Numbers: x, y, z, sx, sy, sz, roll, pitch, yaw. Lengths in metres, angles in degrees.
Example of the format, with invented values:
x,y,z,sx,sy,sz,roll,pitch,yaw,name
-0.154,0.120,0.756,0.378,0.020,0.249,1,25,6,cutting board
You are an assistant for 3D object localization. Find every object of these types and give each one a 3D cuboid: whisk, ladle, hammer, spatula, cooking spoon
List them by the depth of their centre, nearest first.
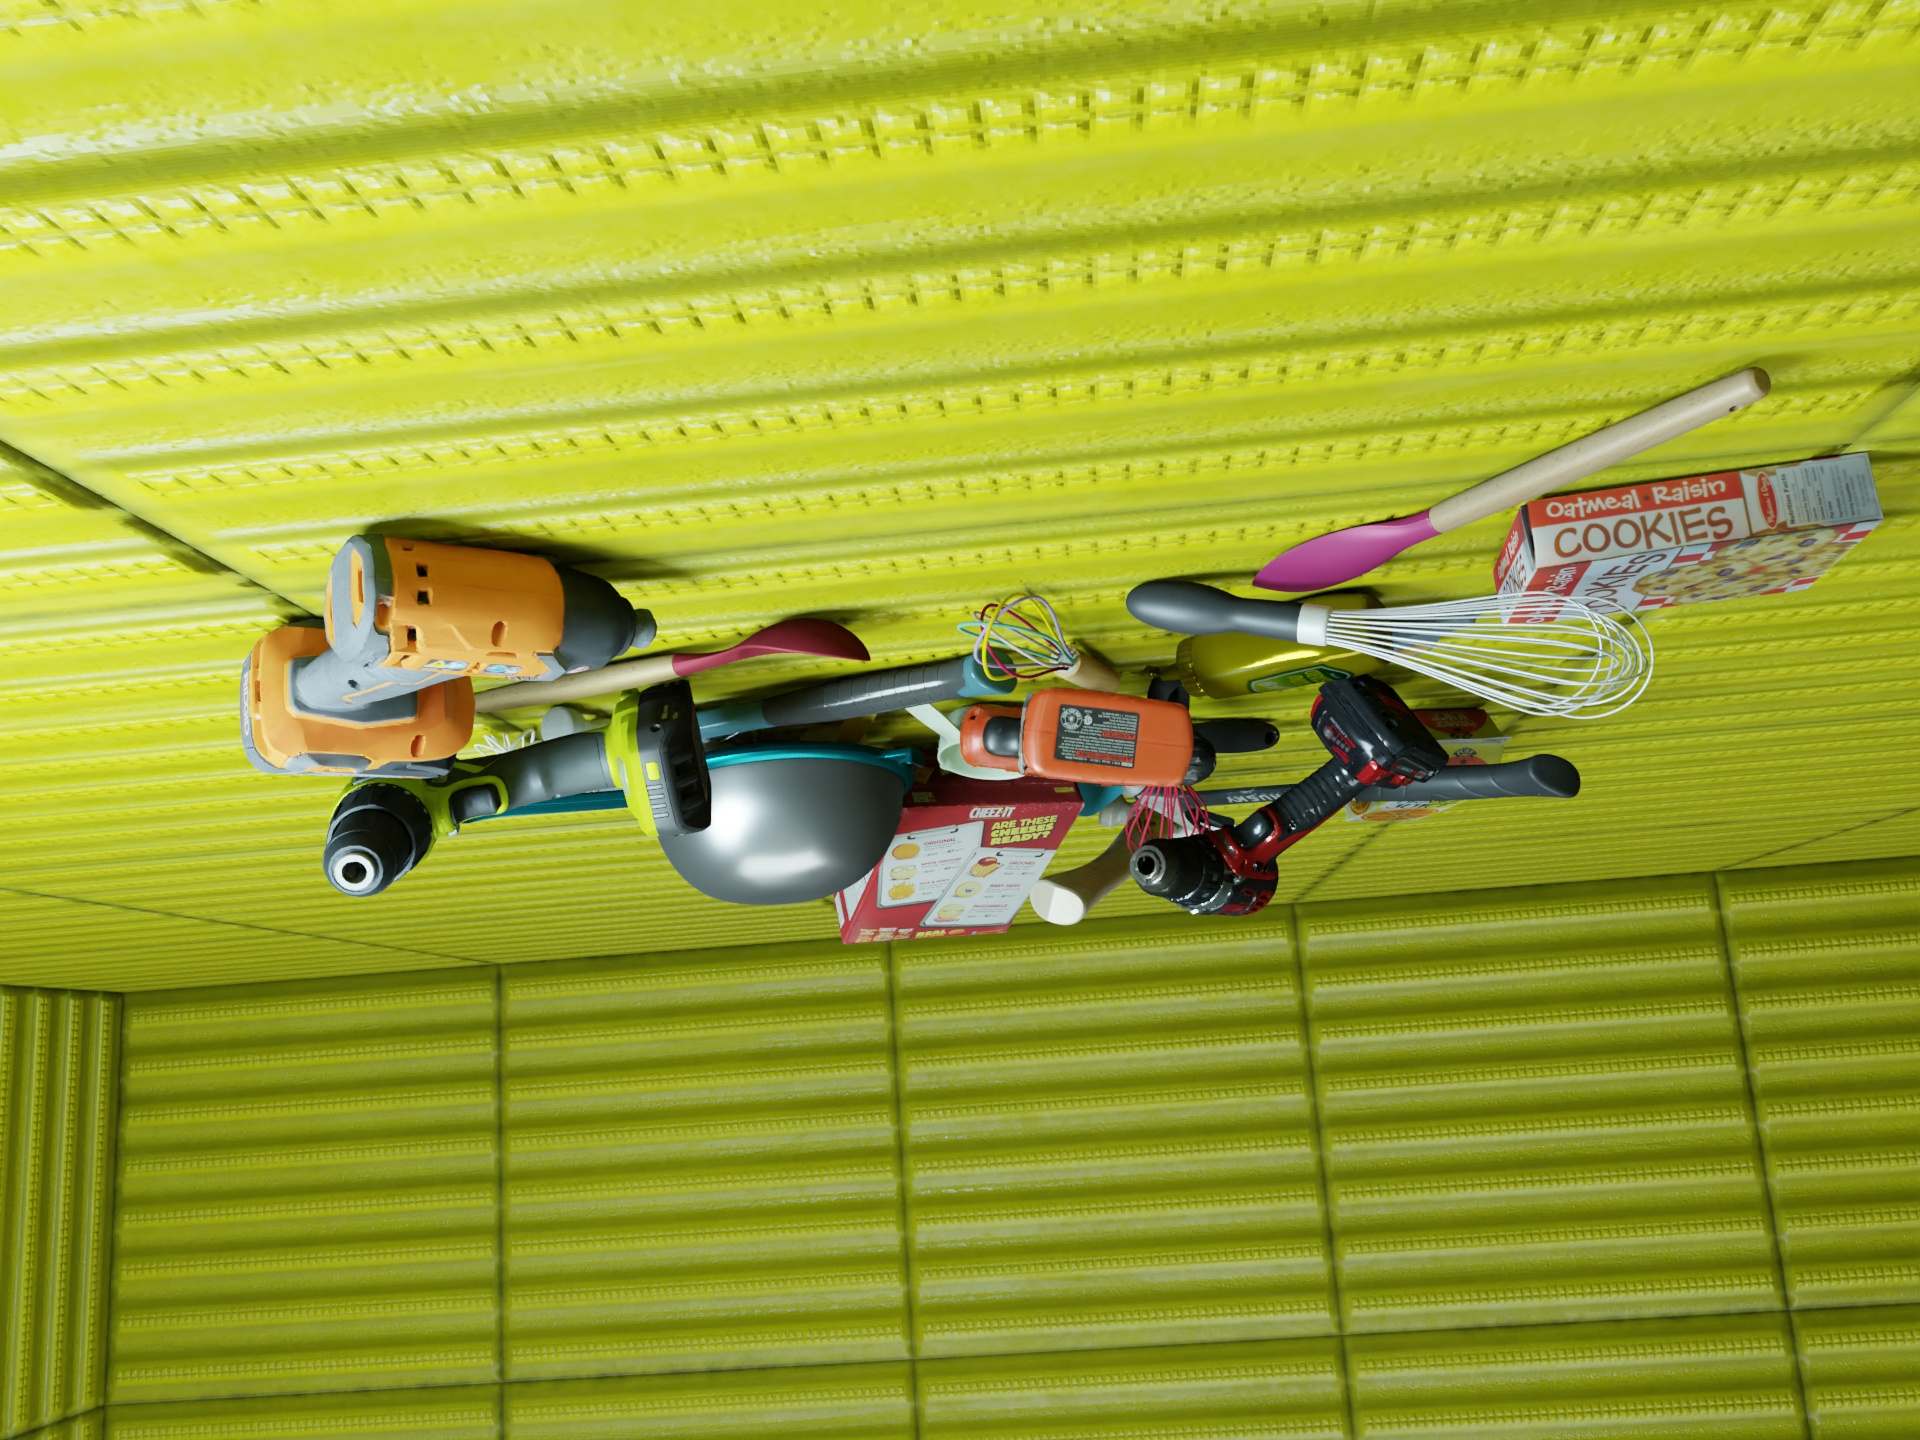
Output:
x,y,z,sx,sy,sz,roll,pitch,yaw,name
0.259,-0.109,0.798,0.068,0.017,0.319,2,167,-28,cooking spoon
0.227,-0.047,0.874,0.285,0.070,0.070,9,173,22,whisk
-0.196,-0.030,0.998,0.315,0.031,0.069,-8,174,28,ladle
0.057,-0.038,1.007,0.051,0.047,0.244,-10,170,20,whisk
-0.120,-0.008,1.107,0.331,0.033,0.128,-9,166,23,hammer
0.163,0.048,1.242,0.073,0.073,0.295,-5,147,4,whisk
-0.348,0.045,1.262,0.058,0.059,0.246,35,167,-3,whisk
0.162,0.018,1.290,0.239,0.055,0.055,-2,168,-27,whisk
0.317,0.061,1.328,0.149,0.036,0.409,33,155,-35,hammer
0.155,0.126,1.432,0.146,0.038,0.410,14,-169,16,hammer
0.107,0.070,1.528,0.082,0.044,0.317,26,178,6,spatula

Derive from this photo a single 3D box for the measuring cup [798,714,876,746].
x,y,z,sx,sy,sz,roll,pitch,yaw,name
-0.085,0.001,1.202,0.062,0.029,0.156,0,155,-19,measuring cup

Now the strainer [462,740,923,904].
x,y,z,sx,sy,sz,roll,pitch,yaw,name
-0.197,0.092,1.186,0.340,0.095,0.211,-3,162,-15,strainer

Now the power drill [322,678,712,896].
x,y,z,sx,sy,sz,roll,pitch,yaw,name
-0.276,0.045,0.991,0.228,0.080,0.191,-11,-164,-6,power drill

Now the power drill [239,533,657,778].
x,y,z,sx,sy,sz,roll,pitch,yaw,name
-0.277,-0.031,0.849,0.164,0.084,0.226,4,162,-40,power drill

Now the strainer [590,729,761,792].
x,y,z,sx,sy,sz,roll,pitch,yaw,name
-0.242,0.047,1.312,0.086,0.050,0.258,25,156,-34,strainer

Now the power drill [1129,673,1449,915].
x,y,z,sx,sy,sz,roll,pitch,yaw,name
0.239,0.065,1.199,0.226,0.080,0.187,-44,151,20,power drill

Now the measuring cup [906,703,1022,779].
x,y,z,sx,sy,sz,roll,pitch,yaw,name
-0.002,-0.004,1.184,0.083,0.038,0.167,-10,150,31,measuring cup
